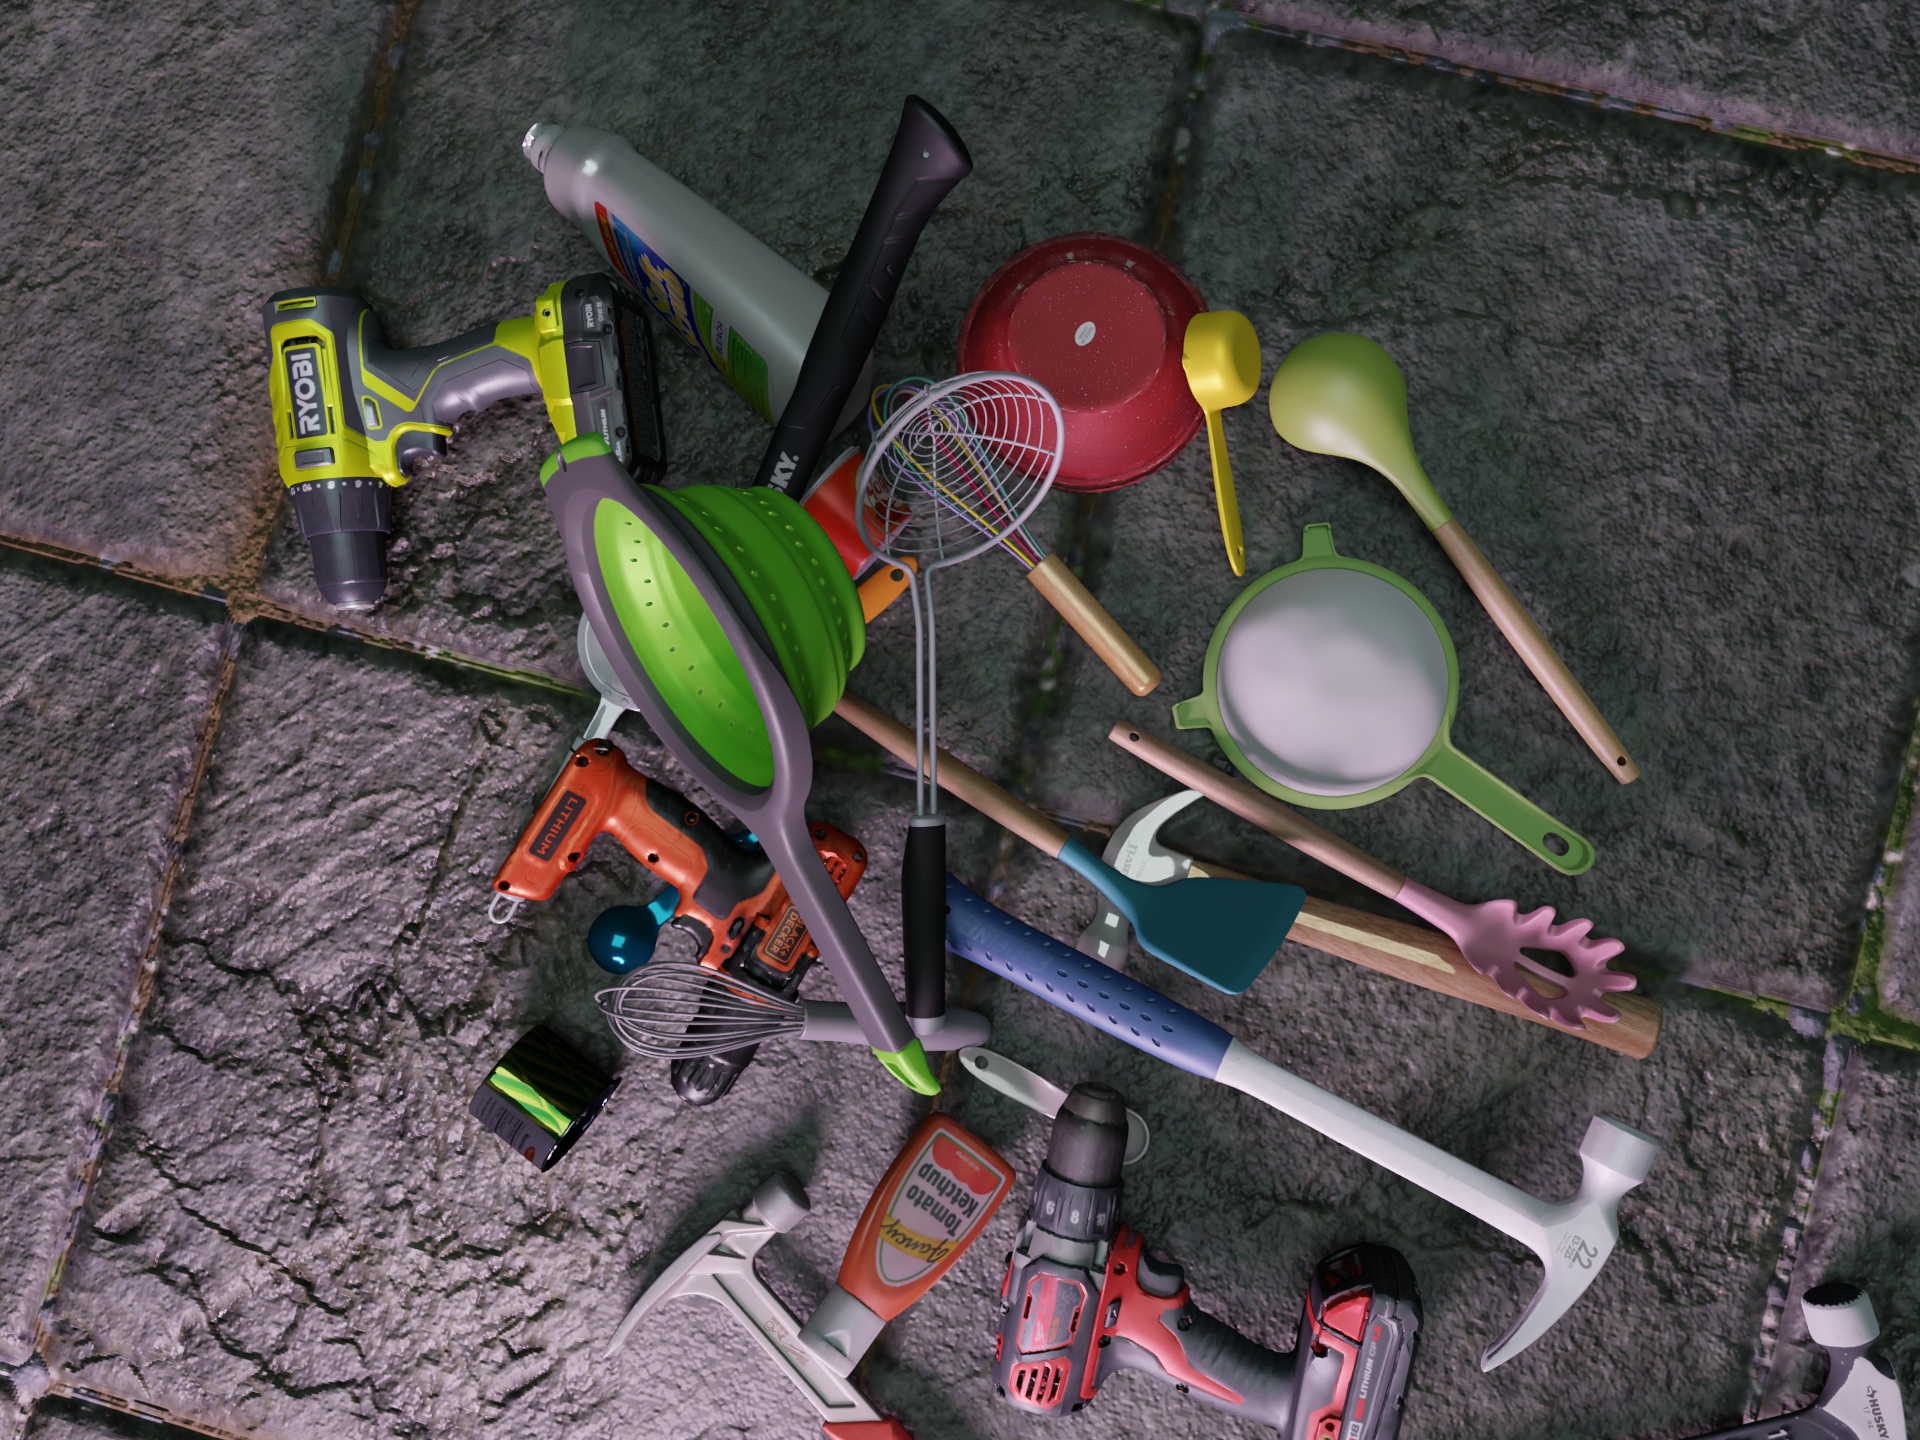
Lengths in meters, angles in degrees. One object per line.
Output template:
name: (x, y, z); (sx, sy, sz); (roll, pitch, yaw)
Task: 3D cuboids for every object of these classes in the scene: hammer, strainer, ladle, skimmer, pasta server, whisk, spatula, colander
hammer: (-0.084, -0.176, 0.870); (0.146, 0.035, 0.334); (25, 115, -5)
strainer: (0.260, 0.007, 0.913); (0.256, 0.069, 0.151); (37, 90, 7)
hammer: (0.332, 0.444, 0.904); (0.409, 0.036, 0.149); (-16, 87, 4)
hammer: (0.152, 0.196, 0.871); (0.406, 0.035, 0.144); (25, 87, 19)
hammer: (-0.042, 0.445, 0.930); (0.149, 0.036, 0.359); (-43, 85, 1)
strainer: (-0.221, 0.011, 0.966); (0.087, 0.050, 0.258); (28, 93, -6)
hammer: (0.242, 0.126, 0.928); (0.331, 0.031, 0.130); (17, 89, 5)
ladle: (0.295, -0.093, 0.936); (0.078, 0.062, 0.320); (-37, 92, 0)
skimmer: (-0.001, -0.003, 0.867); (0.127, 0.090, 0.363); (-3, 95, -38)
pasta server: (0.225, 0.079, 0.896); (0.316, 0.040, 0.060); (29, 78, 6)
whisk: (0.035, -0.112, 0.952); (0.051, 0.047, 0.245); (-42, 89, 13)
spatula: (0.041, 0.052, 0.918); (0.318, 0.044, 0.082); (32, 57, 16)
colander: (-0.080, 0.015, 0.852); (0.094, 0.204, 0.397); (-33, 104, -26)
whisk: (-0.088, 0.167, 0.900); (0.238, 0.055, 0.055); (9, 88, -25)

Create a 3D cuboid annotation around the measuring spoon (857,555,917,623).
measuring spoon: (-0.072, -0.061, 0.970); (0.117, 0.011, 0.021); (-40, 85, 1)

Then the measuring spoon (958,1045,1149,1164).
measuring spoon: (0.056, 0.224, 0.947); (0.124, 0.018, 0.034); (26, 100, 12)

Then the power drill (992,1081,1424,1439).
power drill: (0.139, 0.316, 0.898); (0.227, 0.080, 0.188); (12, 94, 8)

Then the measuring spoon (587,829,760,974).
measuring spoon: (-0.174, 0.107, 0.963); (0.128, 0.021, 0.042); (-38, 85, 2)

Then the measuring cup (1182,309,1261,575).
measuring cup: (0.164, -0.164, 0.938); (0.029, 0.062, 0.156); (-5, 97, 36)

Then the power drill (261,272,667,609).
power drill: (-0.302, -0.172, 0.962); (0.228, 0.080, 0.190); (-6, 92, 6)
